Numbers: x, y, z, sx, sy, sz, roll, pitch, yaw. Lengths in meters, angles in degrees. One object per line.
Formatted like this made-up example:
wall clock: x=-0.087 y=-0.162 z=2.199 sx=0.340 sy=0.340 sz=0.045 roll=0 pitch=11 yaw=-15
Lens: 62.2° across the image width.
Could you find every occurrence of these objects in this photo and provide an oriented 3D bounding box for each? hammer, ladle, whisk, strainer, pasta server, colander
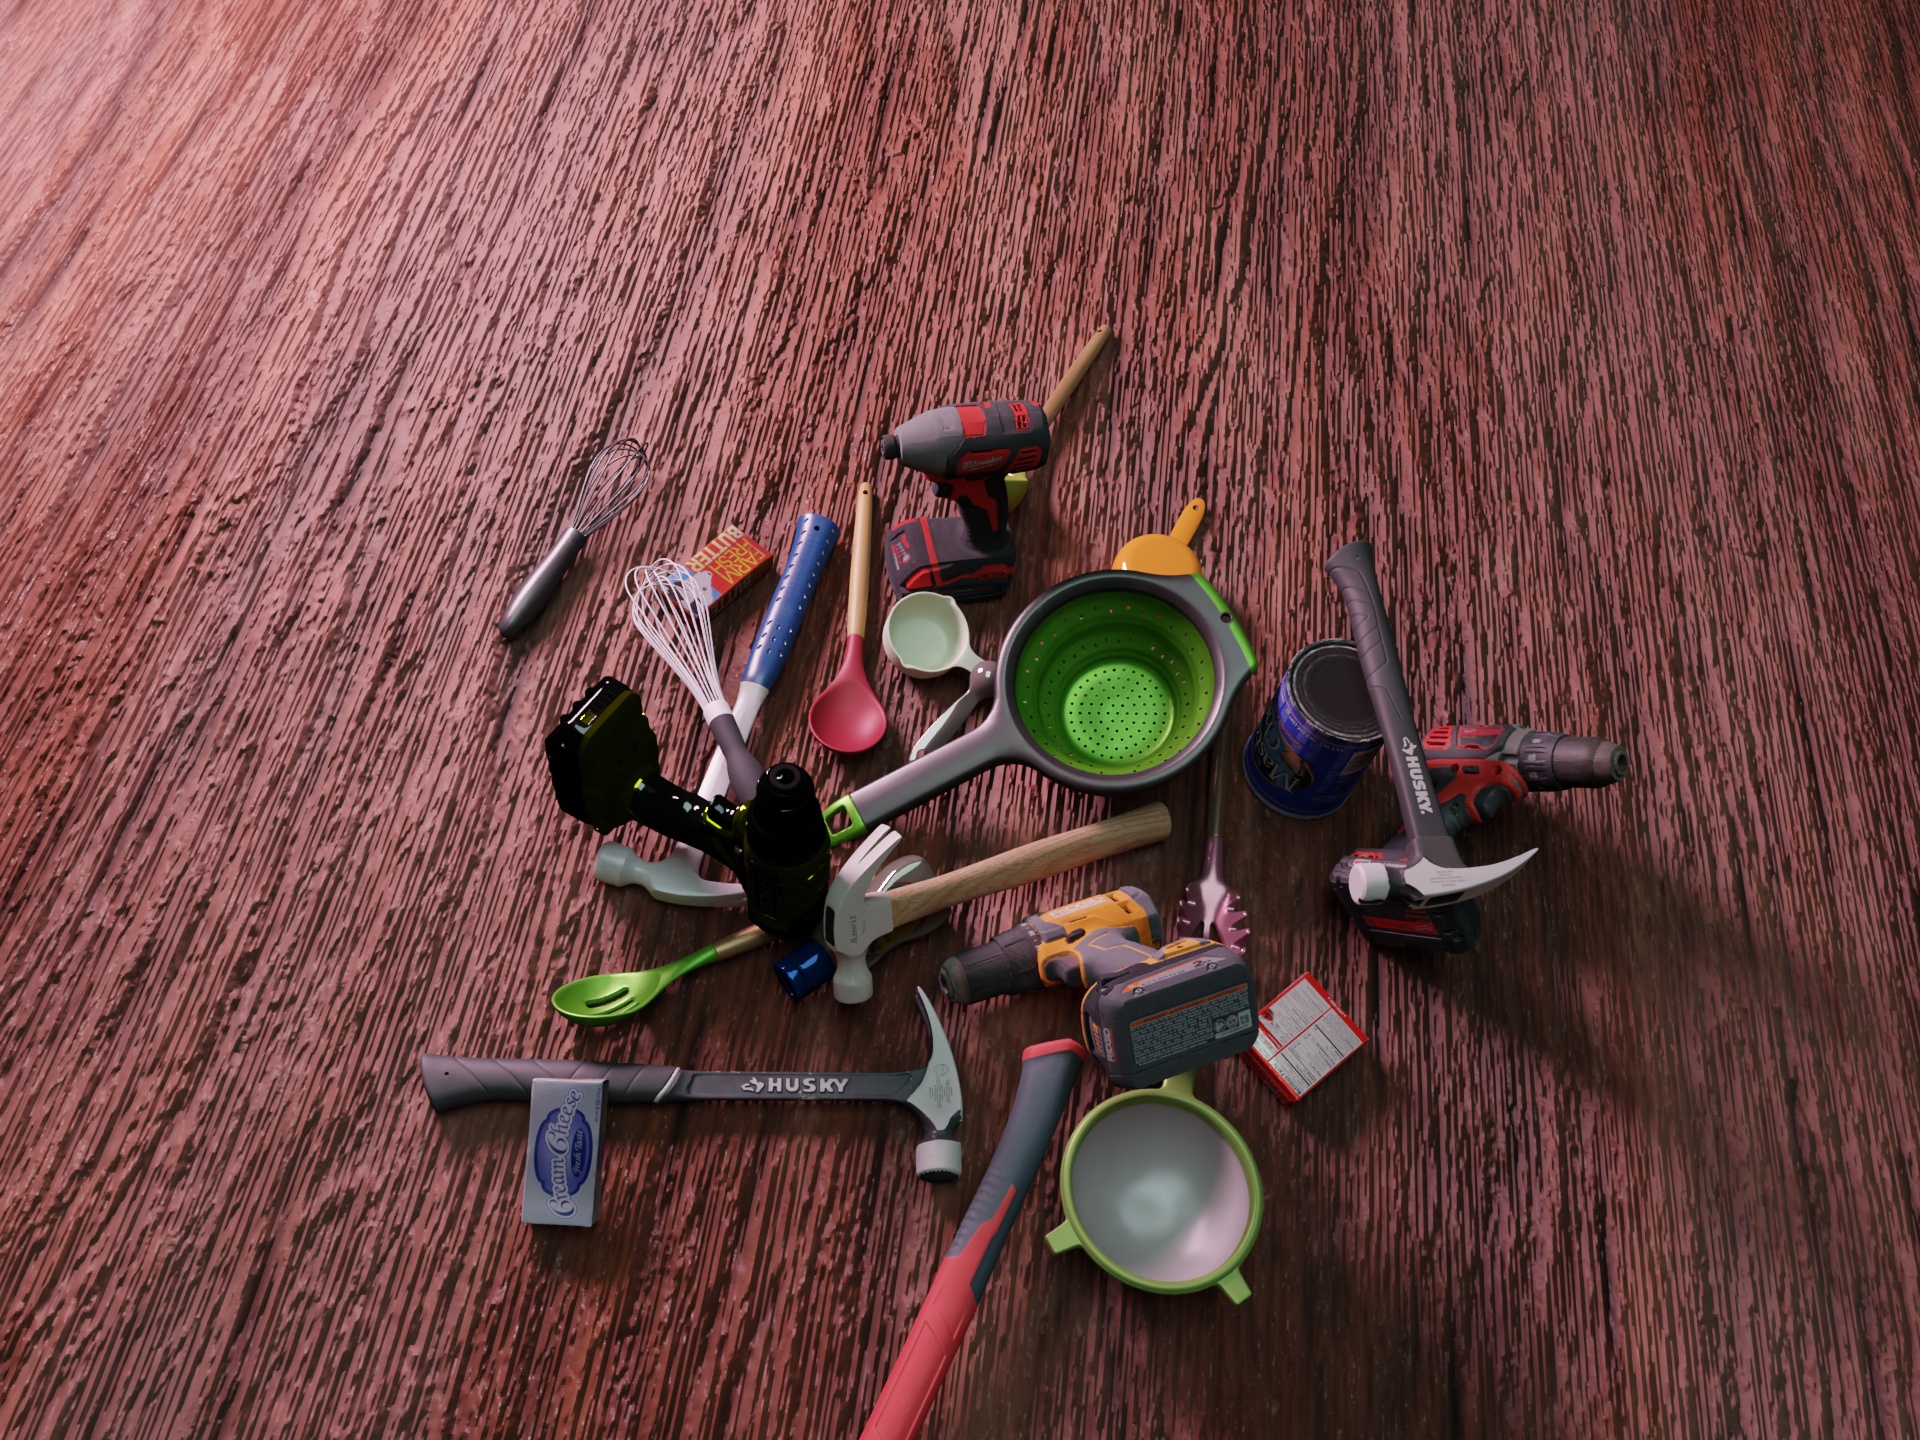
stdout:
hammer: x=-0.202 y=0.273 z=1.212 sx=0.409 sy=0.036 sz=0.149 roll=3 pitch=57 yaw=-6
ladle: x=0.082 y=-0.312 z=1.597 sx=0.078 sy=0.062 sz=0.320 roll=9 pitch=50 yaw=31
hammer: x=0.014 y=0.409 z=1.138 sx=0.143 sy=0.038 sz=0.386 roll=26 pitch=64 yaw=6
whisk: x=-0.351 y=-0.169 z=1.453 sx=0.055 sy=0.055 sz=0.239 roll=25 pitch=63 yaw=7
strainer: x=0.157 y=0.316 z=1.218 sx=0.151 sy=0.069 sz=0.257 roll=15 pitch=55 yaw=3
whisk: x=-0.214 y=-0.029 z=1.340 sx=0.070 sy=0.070 sz=0.285 roll=-19 pitch=59 yaw=-18
ladle: x=-0.096 y=-0.097 z=1.457 sx=0.069 sy=0.031 sz=0.316 roll=6 pitch=56 yaw=-7
hammer: x=0.358 y=-0.006 z=1.294 sx=0.146 sy=0.035 sz=0.335 roll=-1 pitch=59 yaw=-8
hammer: x=0.038 y=0.120 z=1.296 sx=0.331 sy=0.130 sz=0.031 roll=-15 pitch=24 yaw=-30
pasta server: x=0.226 y=0.077 z=1.389 sx=0.060 sy=0.040 sz=0.316 roll=9 pitch=57 yaw=2
hammer: x=-0.178 y=-0.018 z=1.392 sx=0.144 sy=0.035 sz=0.406 roll=16 pitch=58 yaw=2
colander: x=0.063 y=0.016 z=1.386 sx=0.397 sy=0.094 sz=0.205 roll=-27 pitch=68 yaw=-2

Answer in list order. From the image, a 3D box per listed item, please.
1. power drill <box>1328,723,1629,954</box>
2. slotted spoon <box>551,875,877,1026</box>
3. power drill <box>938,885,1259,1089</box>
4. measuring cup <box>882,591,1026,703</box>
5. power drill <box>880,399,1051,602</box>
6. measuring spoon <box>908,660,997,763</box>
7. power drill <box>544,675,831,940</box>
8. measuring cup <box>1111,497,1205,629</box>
power drill: x=0.437 y=0.087 z=1.338 sx=0.227 sy=0.188 sz=0.080 roll=-48 pitch=117 yaw=-27
slotted spoon: x=-0.172 y=0.178 z=1.275 sx=0.313 sy=0.031 sz=0.070 roll=-21 pitch=26 yaw=-23
power drill: x=0.099 y=0.200 z=1.211 sx=0.185 sy=0.226 sz=0.084 roll=-15 pitch=105 yaw=-17
measuring cup: x=0.003 y=-0.049 z=1.442 sx=0.167 sy=0.038 sz=0.083 roll=35 pitch=67 yaw=-6
power drill: x=-0.007 y=-0.196 z=1.415 sx=0.143 sy=0.219 sz=0.079 roll=-7 pitch=60 yaw=-12
measuring spoon: x=-0.002 y=-0.004 z=1.403 sx=0.034 sy=0.018 sz=0.124 roll=44 pitch=75 yaw=-9
power drill: x=-0.199 y=0.060 z=1.212 sx=0.228 sy=0.190 sz=0.080 roll=27 pitch=56 yaw=14
measuring cup: x=0.203 y=-0.165 z=1.524 sx=0.095 sy=0.052 sz=0.174 roll=26 pitch=61 yaw=8
